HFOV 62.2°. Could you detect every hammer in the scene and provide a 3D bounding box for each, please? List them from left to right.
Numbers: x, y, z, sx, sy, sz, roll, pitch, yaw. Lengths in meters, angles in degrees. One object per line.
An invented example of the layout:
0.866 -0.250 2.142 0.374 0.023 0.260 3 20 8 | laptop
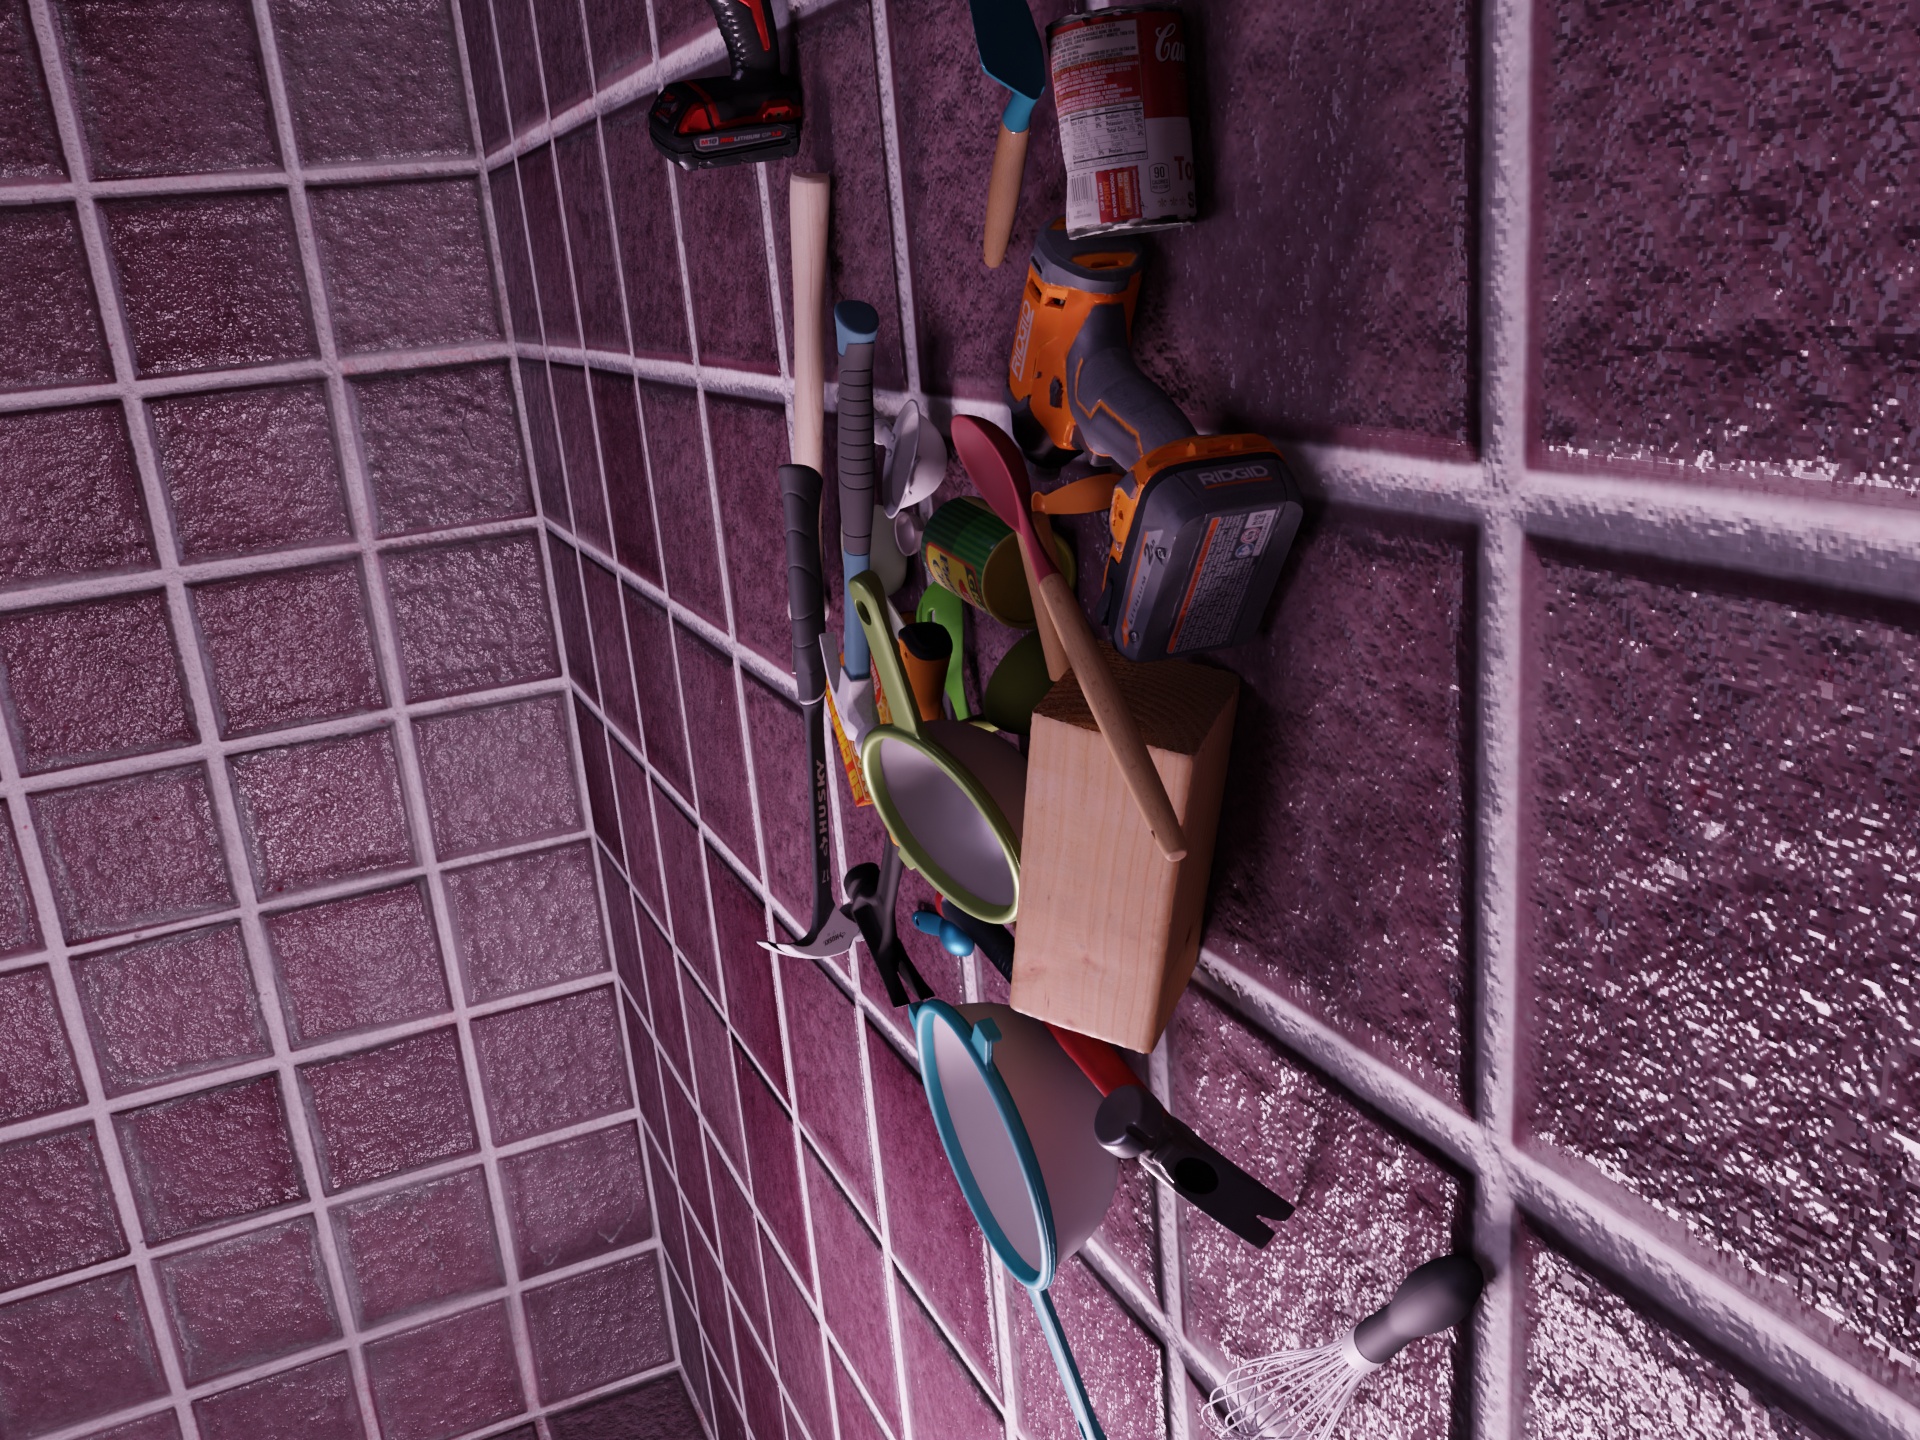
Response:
-0.126 -0.240 1.329 0.146 0.038 0.410 -102 13 -62 | hammer
-0.123 -0.003 1.298 0.036 0.149 0.409 2 99 27 | hammer
-0.076 -0.140 1.179 0.128 0.033 0.330 -125 32 -59 | hammer
-0.039 0.064 1.131 0.336 0.034 0.127 100 150 -46 | hammer
0.075 0.200 1.040 0.143 0.038 0.387 39 -179 -26 | hammer

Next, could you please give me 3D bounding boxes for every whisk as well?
0.071 -0.006 0.955 0.051 0.047 0.245 -6 109 24 | whisk
0.203 0.346 0.853 0.070 0.070 0.284 64 150 31 | whisk

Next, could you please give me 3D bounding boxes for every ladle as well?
-0.002 -0.004 1.119 0.062 0.078 0.320 58 155 -5 | ladle
0.055 -0.054 0.830 0.069 0.031 0.316 73 177 -52 | ladle

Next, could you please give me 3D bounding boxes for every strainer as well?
-0.056 -0.218 1.209 0.259 0.050 0.086 -126 47 -56 | strainer
-0.005 0.008 0.989 0.152 0.069 0.256 22 139 47 | strainer
0.073 0.343 1.126 0.340 0.095 0.211 70 162 0 | strainer

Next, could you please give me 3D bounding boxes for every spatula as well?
0.017 -0.313 0.859 0.317 0.044 0.082 107 154 -83 | spatula

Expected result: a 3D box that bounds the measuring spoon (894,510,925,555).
-0.013 -0.132 1.187 0.124 0.018 0.034 29 126 53 | measuring spoon

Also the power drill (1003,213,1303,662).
0.087 -0.140 0.851 0.164 0.084 0.227 102 152 -50 | power drill

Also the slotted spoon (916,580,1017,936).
0.017 0.044 1.185 0.070 0.031 0.314 -27 77 65 | slotted spoon

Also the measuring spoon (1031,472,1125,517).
0.075 -0.137 0.973 0.117 0.011 0.021 1 102 64 | measuring spoon

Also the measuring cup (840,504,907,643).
-0.052 -0.107 1.247 0.168 0.038 0.083 -120 28 -42 | measuring cup

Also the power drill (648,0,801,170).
-0.194 -0.552 1.236 0.079 0.143 0.219 50 147 45 | power drill

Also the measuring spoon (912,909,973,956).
-0.024 0.177 1.355 0.129 0.021 0.042 177 82 -67 | measuring spoon
